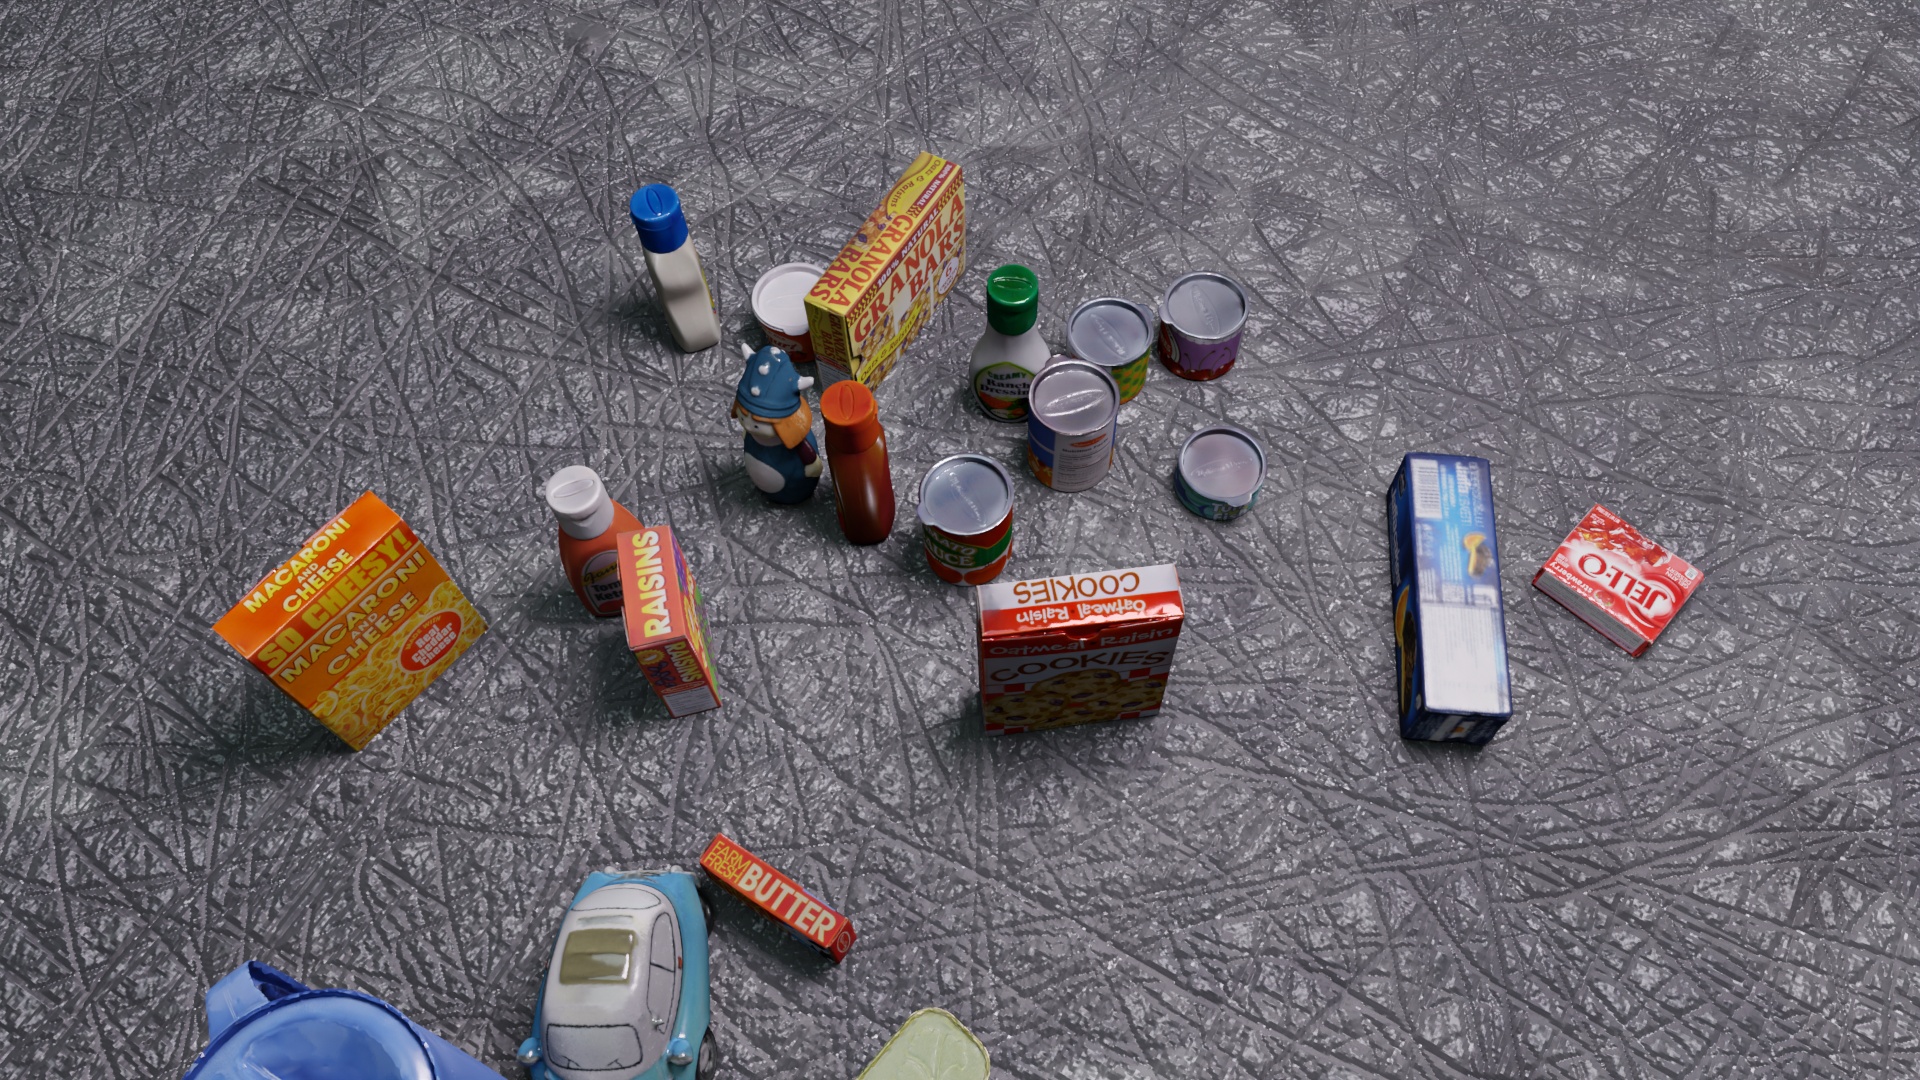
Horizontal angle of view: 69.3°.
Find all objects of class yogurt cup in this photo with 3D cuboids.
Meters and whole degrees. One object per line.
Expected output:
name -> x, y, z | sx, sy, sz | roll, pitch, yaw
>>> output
yogurt cup -> -0.129, -0.179, 1.106 | 0.072, 0.053, 0.073 | -1, 62, 1

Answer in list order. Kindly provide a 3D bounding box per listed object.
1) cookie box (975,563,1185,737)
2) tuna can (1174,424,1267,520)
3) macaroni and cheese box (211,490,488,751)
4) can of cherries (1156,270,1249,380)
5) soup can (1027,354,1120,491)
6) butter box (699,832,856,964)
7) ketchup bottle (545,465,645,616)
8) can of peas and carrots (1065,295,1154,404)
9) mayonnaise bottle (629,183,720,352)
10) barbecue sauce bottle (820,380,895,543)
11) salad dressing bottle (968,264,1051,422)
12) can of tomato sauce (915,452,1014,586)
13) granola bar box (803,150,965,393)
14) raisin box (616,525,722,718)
cookie box -> 0.073, 0.075, 0.898 | 0.123, 0.166, 0.040 | -7, 62, -2
tuna can -> 0.195, -0.048, 1.038 | 0.071, 0.032, 0.071 | -1, 62, 1
macaroni and cheese box -> -0.397, 0.057, 0.921 | 0.040, 0.165, 0.124 | 35, 68, 18
can of cherries -> 0.187, -0.168, 1.088 | 0.071, 0.058, 0.072 | -1, 62, 1
soup can -> 0.082, -0.086, 1.033 | 0.071, 0.083, 0.071 | -1, 62, 1
butter box -> -0.116, 0.228, 0.884 | 0.103, 0.053, 0.024 | 29, 66, 16
ketchup bottle -> -0.248, 0.000, 0.958 | 0.065, 0.148, 0.044 | -21, 63, -10
can of peas and carrots -> 0.116, -0.148, 1.079 | 0.071, 0.058, 0.071 | -1, 62, 1
mayonnaise bottle -> -0.220, -0.211, 1.072 | 0.041, 0.147, 0.065 | -21, 63, -9
barbecue sauce bottle -> -0.073, -0.057, 0.984 | 0.044, 0.148, 0.065 | -4, 62, -1
salad dressing bottle -> 0.038, -0.145, 1.029 | 0.064, 0.147, 0.044 | 7, 62, 5
can of tomato sauce -> 0.004, -0.012, 0.995 | 0.071, 0.082, 0.071 | -1, 62, 1
granola bar box -> -0.053, -0.200, 1.075 | 0.039, 0.123, 0.166 | 27, 66, 15
raisin box -> -0.197, 0.056, 0.940 | 0.040, 0.123, 0.086 | -12, 62, -5
